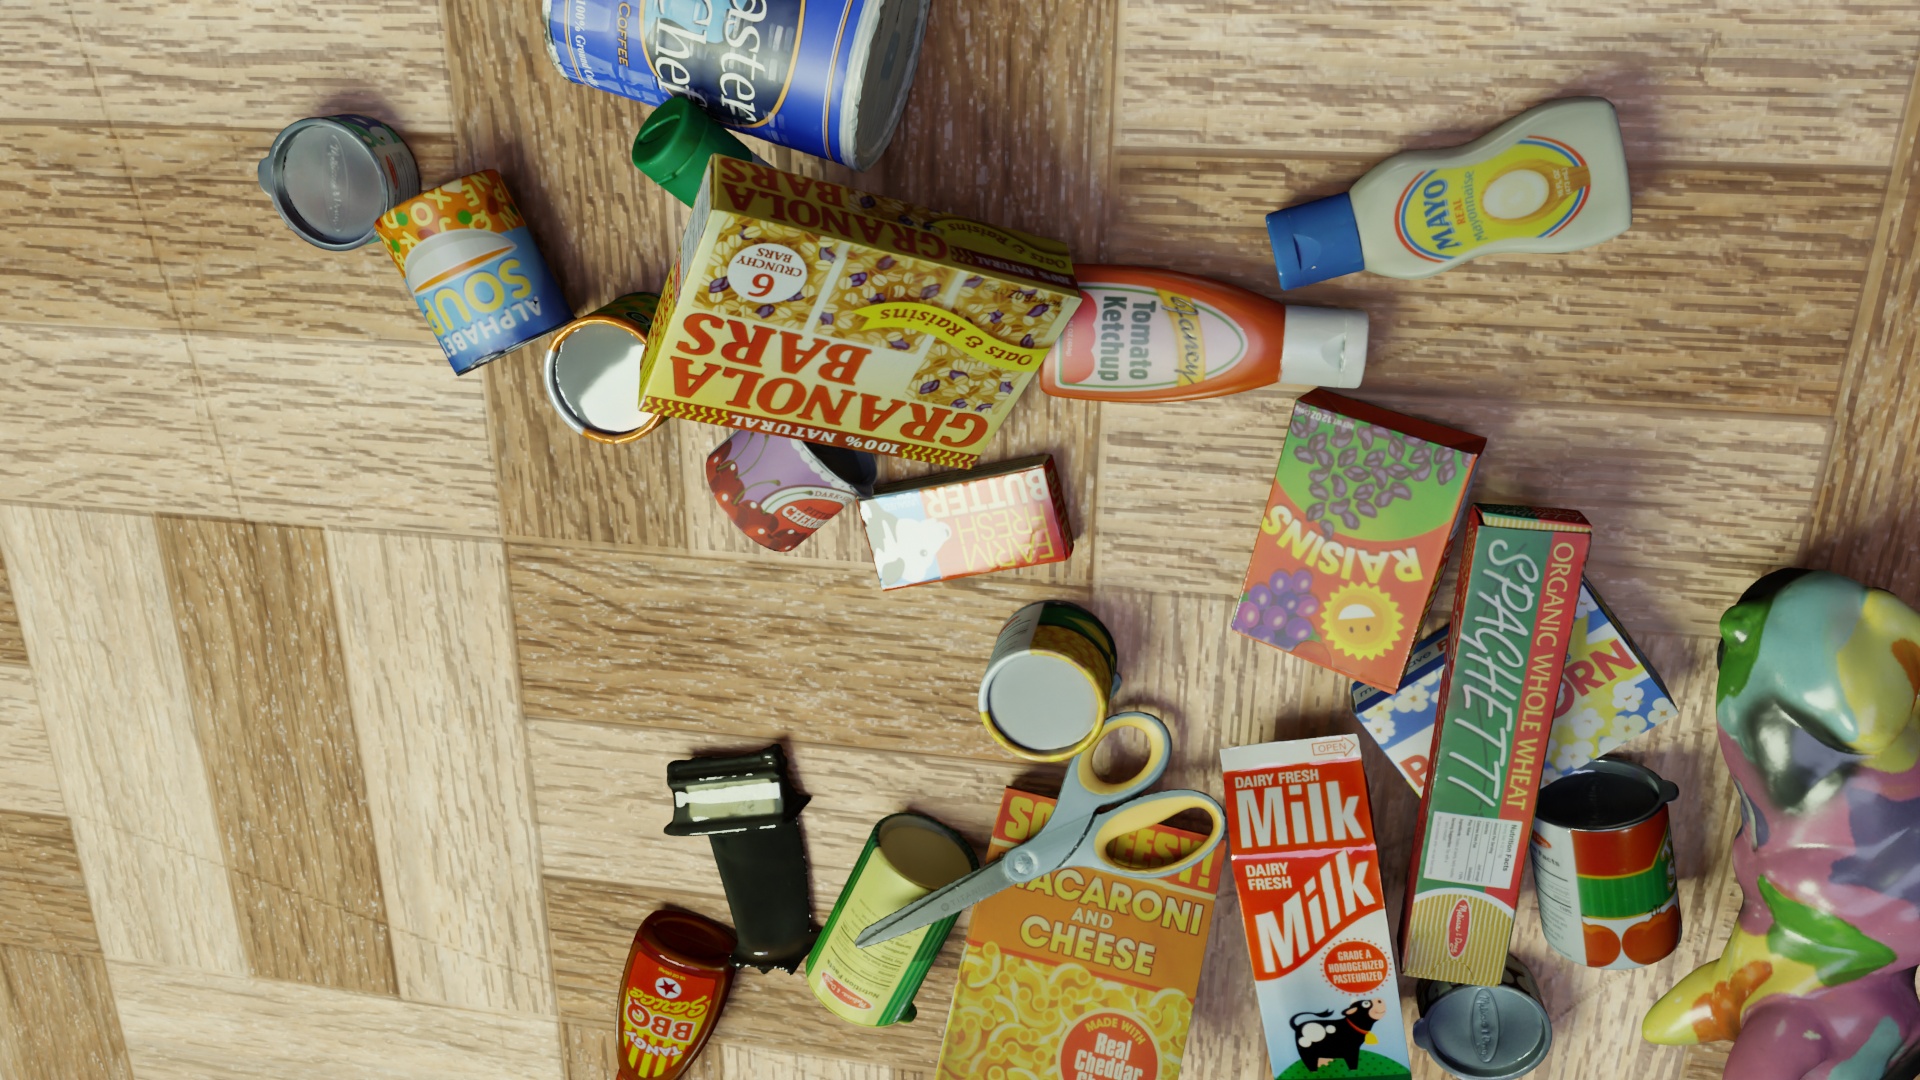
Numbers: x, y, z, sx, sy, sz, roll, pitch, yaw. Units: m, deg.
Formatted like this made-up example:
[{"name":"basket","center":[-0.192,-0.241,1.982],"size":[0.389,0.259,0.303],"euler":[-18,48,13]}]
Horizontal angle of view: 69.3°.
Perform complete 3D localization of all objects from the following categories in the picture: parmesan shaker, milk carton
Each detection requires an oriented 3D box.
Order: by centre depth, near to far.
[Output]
[{"name":"milk carton","center":[0.186,0.189,0.726],"size":[0.072,0.074,0.190],"euler":[-9,108,15]},{"name":"parmesan shaker","center":[-0.036,0.214,0.783],"size":[0.071,0.071,0.102],"euler":[26,112,1]}]

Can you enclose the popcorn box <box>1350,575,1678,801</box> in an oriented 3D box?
[{"name":"popcorn box","center":[0.271,0.078,0.687],"size":[0.126,0.038,0.085],"euler":[-36,99,21]}]

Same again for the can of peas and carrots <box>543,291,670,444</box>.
[{"name":"can of peas and carrots","center":[-0.165,-0.088,0.700],"size":[0.071,0.059,0.070],"euler":[4,111,10]}]

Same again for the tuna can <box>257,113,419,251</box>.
[{"name":"tuna can","center":[-0.316,-0.183,0.708],"size":[0.071,0.033,0.070],"euler":[4,111,10]}]

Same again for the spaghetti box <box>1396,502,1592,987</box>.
[{"name":"spaghetti box","center":[0.251,0.101,0.662],"size":[0.050,0.029,0.249],"euler":[5,111,9]}]

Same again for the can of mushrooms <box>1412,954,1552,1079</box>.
[{"name":"can of mushrooms","center":[0.281,0.258,0.755],"size":[0.071,0.033,0.070],"euler":[4,111,9]}]

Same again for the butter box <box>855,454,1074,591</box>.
[{"name":"butter box","center":[0.003,-0.009,0.715],"size":[0.103,0.024,0.053],"euler":[-10,107,14]}]

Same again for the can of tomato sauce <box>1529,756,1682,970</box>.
[{"name":"can of tomato sauce","center":[0.322,0.160,0.693],"size":[0.071,0.071,0.082],"euler":[-11,109,15]}]

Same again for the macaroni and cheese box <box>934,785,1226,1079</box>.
[{"name":"macaroni and cheese box","center":[0.063,0.227,0.743],"size":[0.124,0.040,0.166],"euler":[13,82,5]}]

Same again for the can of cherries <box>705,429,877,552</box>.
[{"name":"can of cherries","center":[-0.084,-0.034,0.698],"size":[0.058,0.072,0.071],"euler":[-38,99,21]}]

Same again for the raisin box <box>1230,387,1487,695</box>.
[{"name":"raisin box","center":[0.188,0.000,0.662],"size":[0.086,0.040,0.122],"euler":[21,114,21]}]

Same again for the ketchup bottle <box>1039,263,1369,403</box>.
[{"name":"ketchup bottle","center":[0.113,-0.095,0.652],"size":[0.149,0.044,0.064],"euler":[5,105,9]}]

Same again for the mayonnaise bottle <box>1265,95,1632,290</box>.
[{"name":"mayonnaise bottle","center":[0.212,-0.146,0.614],"size":[0.148,0.041,0.064],"euler":[-13,108,15]}]

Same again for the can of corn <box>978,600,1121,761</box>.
[{"name":"can of corn","center":[0.048,0.074,0.719],"size":[0.071,0.058,0.071],"euler":[4,111,10]}]

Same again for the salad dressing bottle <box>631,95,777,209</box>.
[{"name":"salad dressing bottle","center":[-0.080,-0.143,0.629],"size":[0.064,0.044,0.147],"euler":[-10,151,39]}]

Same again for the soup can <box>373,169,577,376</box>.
[{"name":"soup can","center":[-0.242,-0.133,0.691],"size":[0.071,0.071,0.083],"euler":[-21,105,18]}]

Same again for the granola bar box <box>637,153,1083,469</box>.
[{"name":"granola bar box","center":[-0.048,-0.096,0.622],"size":[0.166,0.039,0.123],"euler":[9,140,-23]}]

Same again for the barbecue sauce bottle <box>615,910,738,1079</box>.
[{"name":"barbecue sauce bottle","center":[-0.184,0.300,0.856],"size":[0.065,0.044,0.148],"euler":[21,113,2]}]
